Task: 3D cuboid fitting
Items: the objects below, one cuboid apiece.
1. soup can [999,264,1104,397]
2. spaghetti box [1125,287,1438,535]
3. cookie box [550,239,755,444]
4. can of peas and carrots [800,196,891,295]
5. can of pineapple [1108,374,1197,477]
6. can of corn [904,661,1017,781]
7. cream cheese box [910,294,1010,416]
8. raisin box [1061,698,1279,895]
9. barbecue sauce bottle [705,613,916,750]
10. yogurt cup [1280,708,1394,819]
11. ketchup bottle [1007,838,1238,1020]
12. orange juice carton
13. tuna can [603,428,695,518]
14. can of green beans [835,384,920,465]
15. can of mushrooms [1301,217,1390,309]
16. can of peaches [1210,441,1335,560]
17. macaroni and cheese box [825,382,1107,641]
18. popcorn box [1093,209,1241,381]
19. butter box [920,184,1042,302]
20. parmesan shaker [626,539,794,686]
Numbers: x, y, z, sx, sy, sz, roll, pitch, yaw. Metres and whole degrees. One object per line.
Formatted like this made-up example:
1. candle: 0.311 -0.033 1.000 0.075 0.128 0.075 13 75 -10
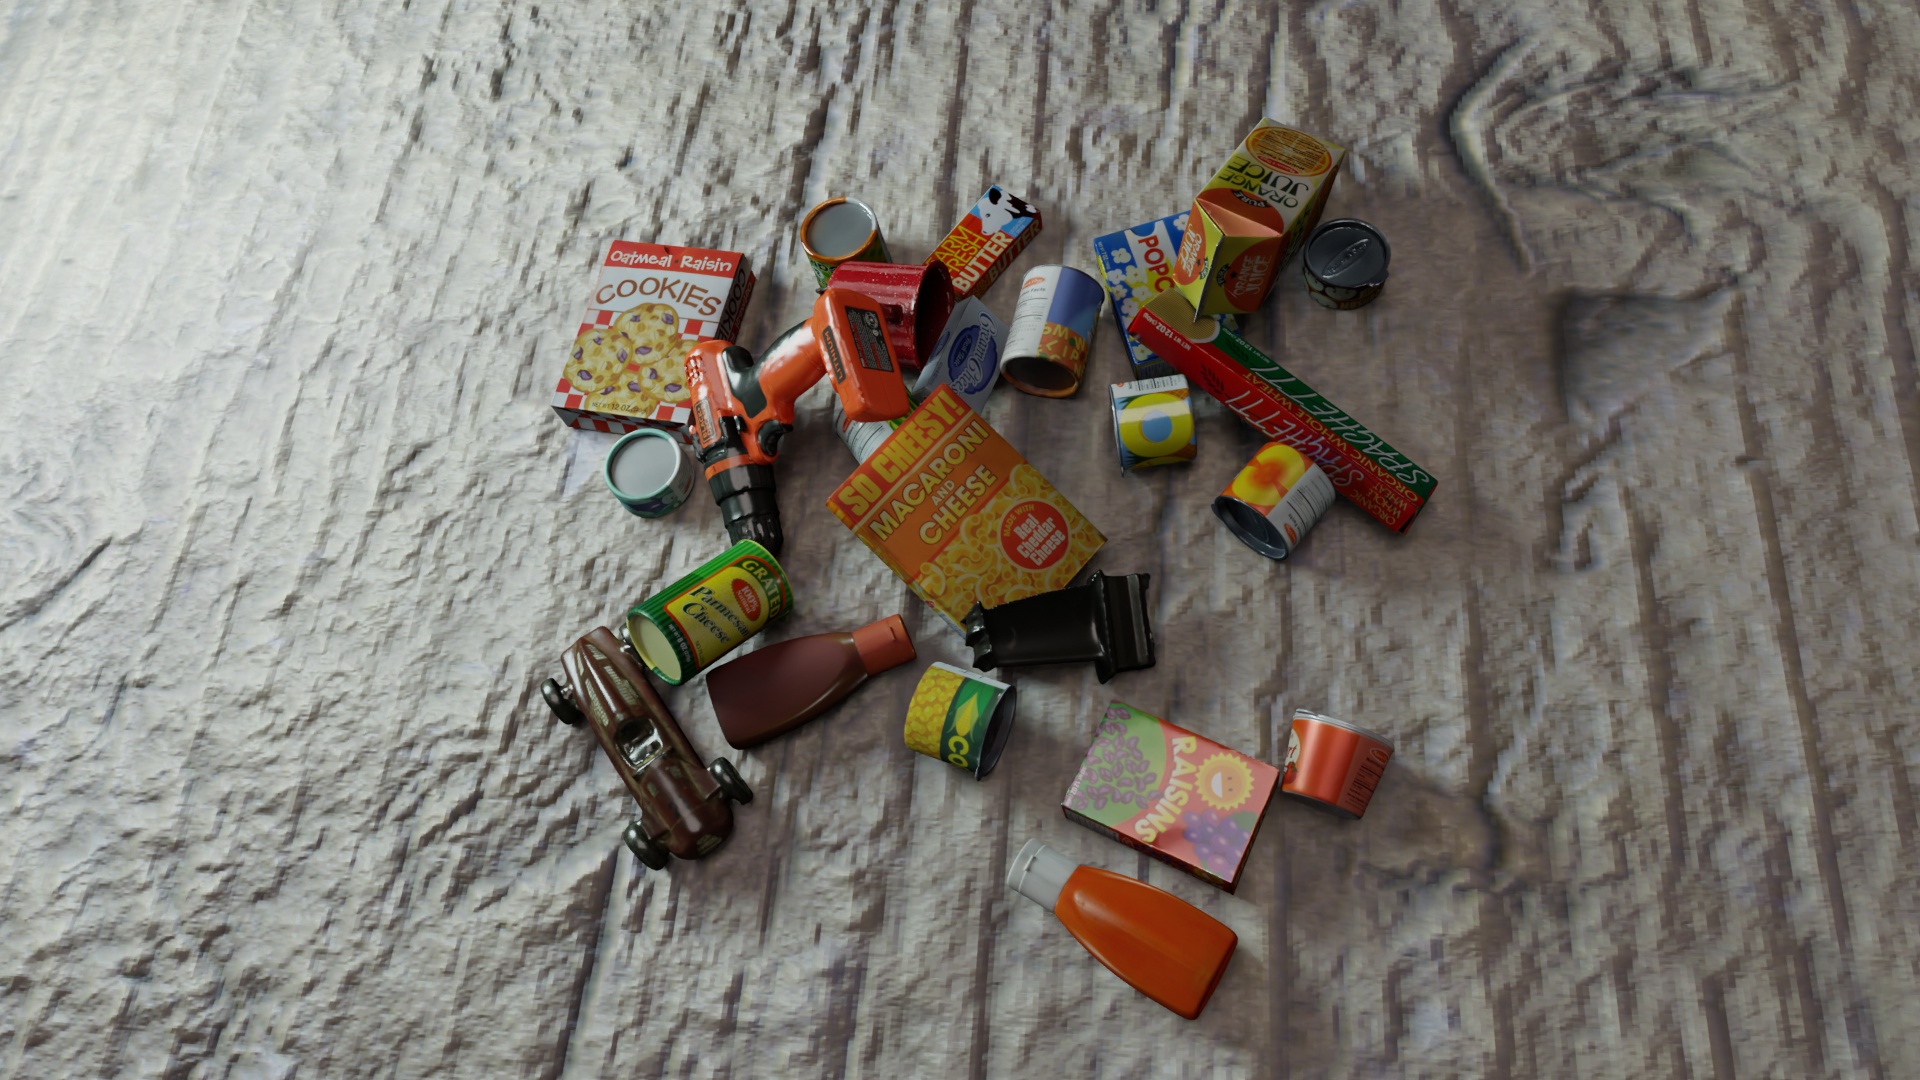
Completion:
1. soup can: 0.074 -0.162 1.091 0.071 0.071 0.084 10 69 14
2. spaghetti box: 0.235 -0.098 1.017 0.250 0.028 0.050 39 42 11
3. cookie box: -0.255 -0.169 1.161 0.123 0.040 0.168 8 67 13
4. can of peas and carrots: -0.097 -0.242 1.159 0.071 0.058 0.071 -4 65 8
5. can of pineapple: 0.144 -0.087 1.044 0.058 0.070 0.071 -8 65 6
6. can of corn: -0.001 0.126 0.967 0.058 0.071 0.071 17 70 17
7. cream cheese box: 0.004 -0.137 1.087 0.053 0.024 0.104 38 55 -22
8. raisin box: 0.142 0.172 0.938 0.123 0.040 0.086 21 70 19
9. barbecue sauce bottle: -0.107 0.097 1.012 0.149 0.043 0.065 -22 69 -2
10. yogurt cup: 0.246 0.150 0.918 0.072 0.072 0.054 18 78 17
11. ketchup bottle: 0.102 0.247 0.907 0.149 0.043 0.065 27 72 20
12. orange juice carton: 0.221 -0.241 1.057 0.073 0.071 0.194 27 49 14
13. tuna can: -0.252 -0.054 1.112 0.071 0.032 0.071 -3 65 7
14. can of green beans: -0.054 -0.081 1.073 0.071 0.071 0.058 -34 66 -7
15. can of mushrooms: 0.305 -0.216 1.093 0.071 0.033 0.071 -4 64 8
16. can of peaches: 0.225 -0.030 1.003 0.071 0.071 0.058 38 77 23
17. macaroni and cheese box: 0.004 -0.013 1.011 0.166 0.040 0.124 44 77 -2
18. popcorn box: 0.163 -0.193 1.104 0.085 0.038 0.127 -16 64 3
19. butter box: 0.017 -0.245 1.160 0.053 0.024 0.104 34 74 22
20. parmesan shaker: -0.181 0.055 1.013 0.071 0.071 0.103 38 53 23
